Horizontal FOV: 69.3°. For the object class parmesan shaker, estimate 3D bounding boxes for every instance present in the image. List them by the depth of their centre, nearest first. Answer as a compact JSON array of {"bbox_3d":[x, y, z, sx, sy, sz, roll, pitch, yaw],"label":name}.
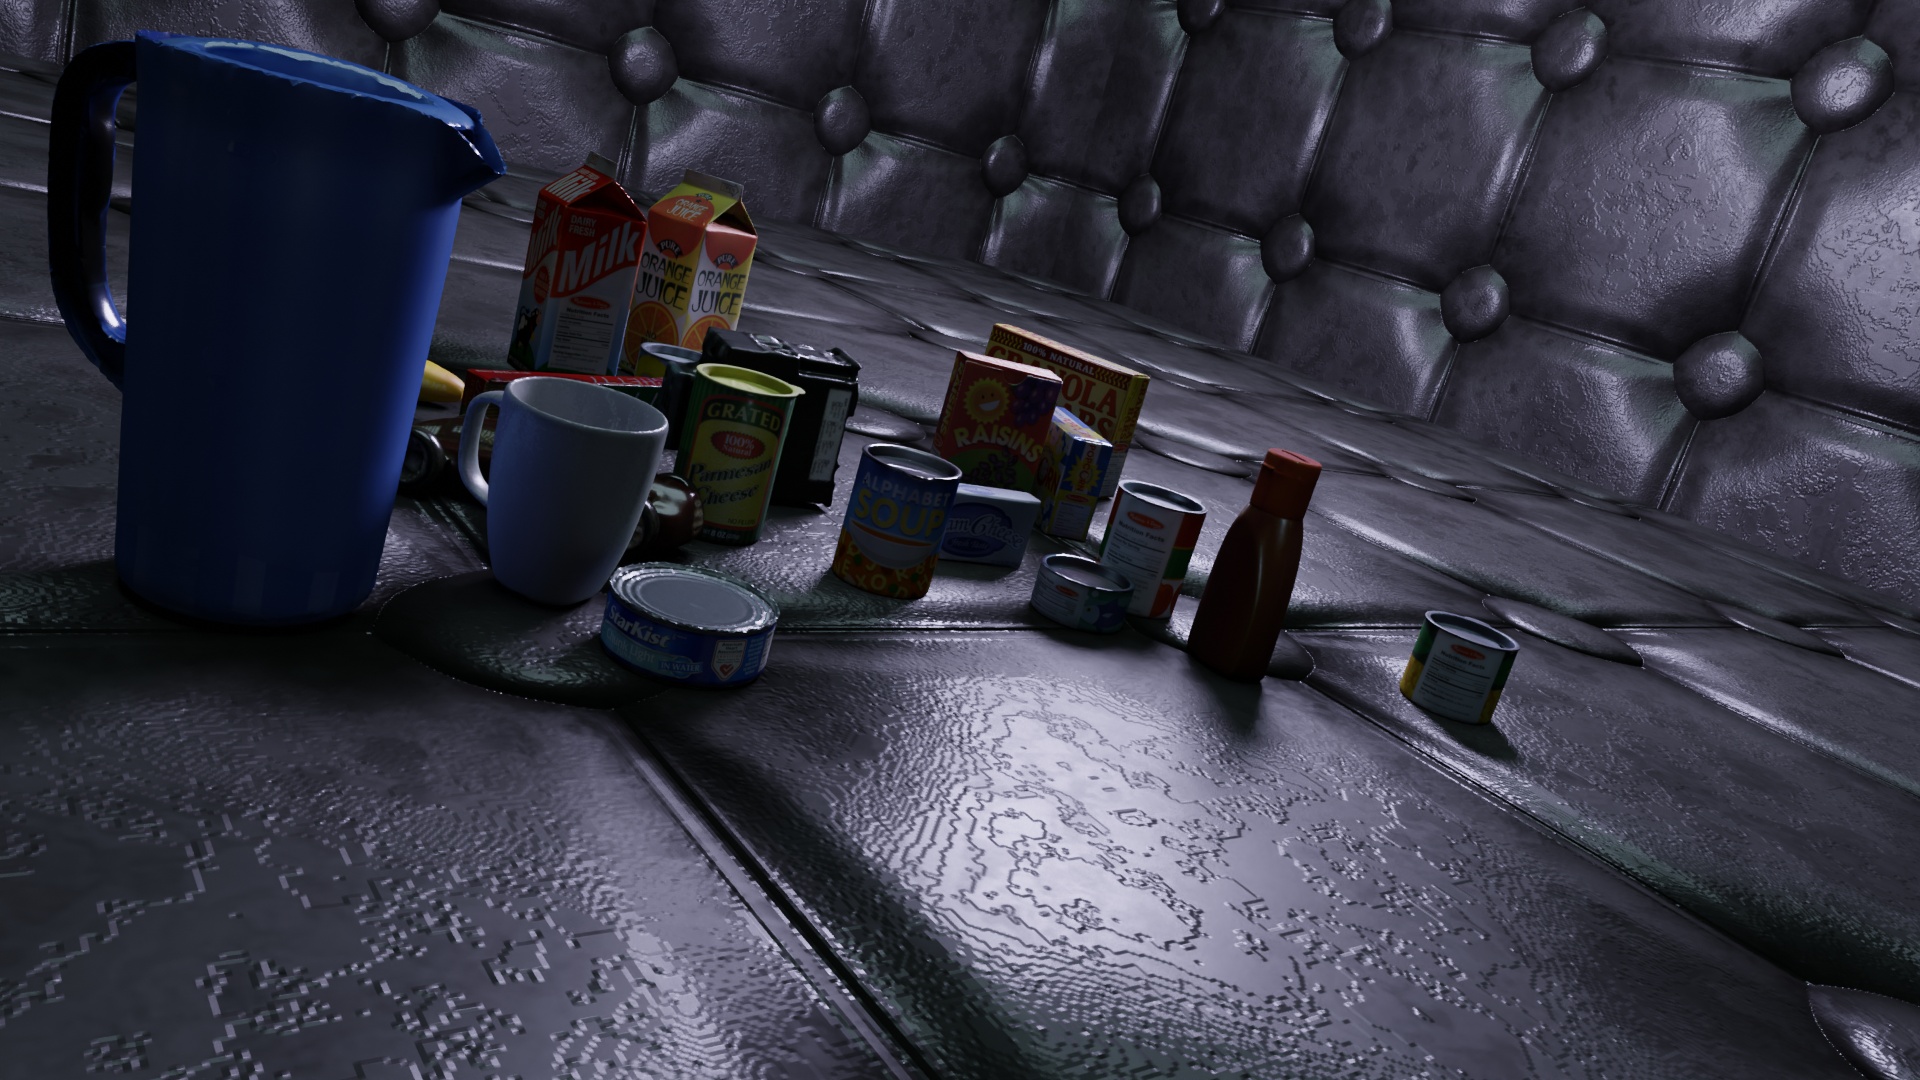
[{"bbox_3d":[-0.147,-0.055,0.899,0.071,0.102,0.071,15,15,-4],"label":"parmesan shaker"}]

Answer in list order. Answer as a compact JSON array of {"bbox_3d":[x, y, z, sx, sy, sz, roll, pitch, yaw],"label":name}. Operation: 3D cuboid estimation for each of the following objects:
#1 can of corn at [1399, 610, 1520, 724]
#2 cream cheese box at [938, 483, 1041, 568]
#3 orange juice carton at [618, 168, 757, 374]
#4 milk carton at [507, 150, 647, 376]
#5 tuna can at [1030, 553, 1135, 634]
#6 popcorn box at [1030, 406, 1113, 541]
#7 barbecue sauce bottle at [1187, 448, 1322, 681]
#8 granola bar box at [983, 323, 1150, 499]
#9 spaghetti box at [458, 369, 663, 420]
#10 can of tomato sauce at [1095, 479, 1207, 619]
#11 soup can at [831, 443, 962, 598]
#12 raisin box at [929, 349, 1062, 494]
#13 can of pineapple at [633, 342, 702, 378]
[{"bbox_3d":[0.350,0.089,0.977,0.071,0.058,0.071,15,15,-4],"label":"can of corn"},{"bbox_3d":[0.004,-0.012,0.993,0.104,0.053,0.024,7,17,-30],"label":"cream cheese box"},{"bbox_3d":[-0.246,-0.238,1.271,0.072,0.192,0.073,24,17,28],"label":"orange juice carton"},{"bbox_3d":[-0.319,-0.228,1.166,0.073,0.190,0.072,4,19,-37],"label":"milk carton"},{"bbox_3d":[0.084,0.036,0.944,0.071,0.032,0.071,15,15,-4],"label":"tuna can"},{"bbox_3d":[0.081,-0.061,1.181,0.038,0.085,0.127,11,16,-18],"label":"popcorn box"},{"bbox_3d":[0.196,0.014,0.913,0.044,0.148,0.065,9,17,-25],"label":"barbecue sauce bottle"},{"bbox_3d":[0.088,-0.126,1.339,0.166,0.123,0.039,25,18,31],"label":"granola bar box"},{"bbox_3d":[-0.256,-0.096,1.033,0.029,0.050,0.251,26,18,32],"label":"spaghetti box"},{"bbox_3d":[0.135,0.006,1.004,0.071,0.082,0.071,15,15,-4],"label":"can of tomato sauce"},{"bbox_3d":[-0.041,-0.012,0.891,0.071,0.083,0.071,15,15,-4],"label":"soup can"},{"bbox_3d":[0.024,-0.086,1.140,0.086,0.123,0.040,12,16,-16],"label":"raisin box"},{"bbox_3d":[-0.234,-0.125,1.140,0.071,0.057,0.071,15,15,-4],"label":"can of pineapple"}]
